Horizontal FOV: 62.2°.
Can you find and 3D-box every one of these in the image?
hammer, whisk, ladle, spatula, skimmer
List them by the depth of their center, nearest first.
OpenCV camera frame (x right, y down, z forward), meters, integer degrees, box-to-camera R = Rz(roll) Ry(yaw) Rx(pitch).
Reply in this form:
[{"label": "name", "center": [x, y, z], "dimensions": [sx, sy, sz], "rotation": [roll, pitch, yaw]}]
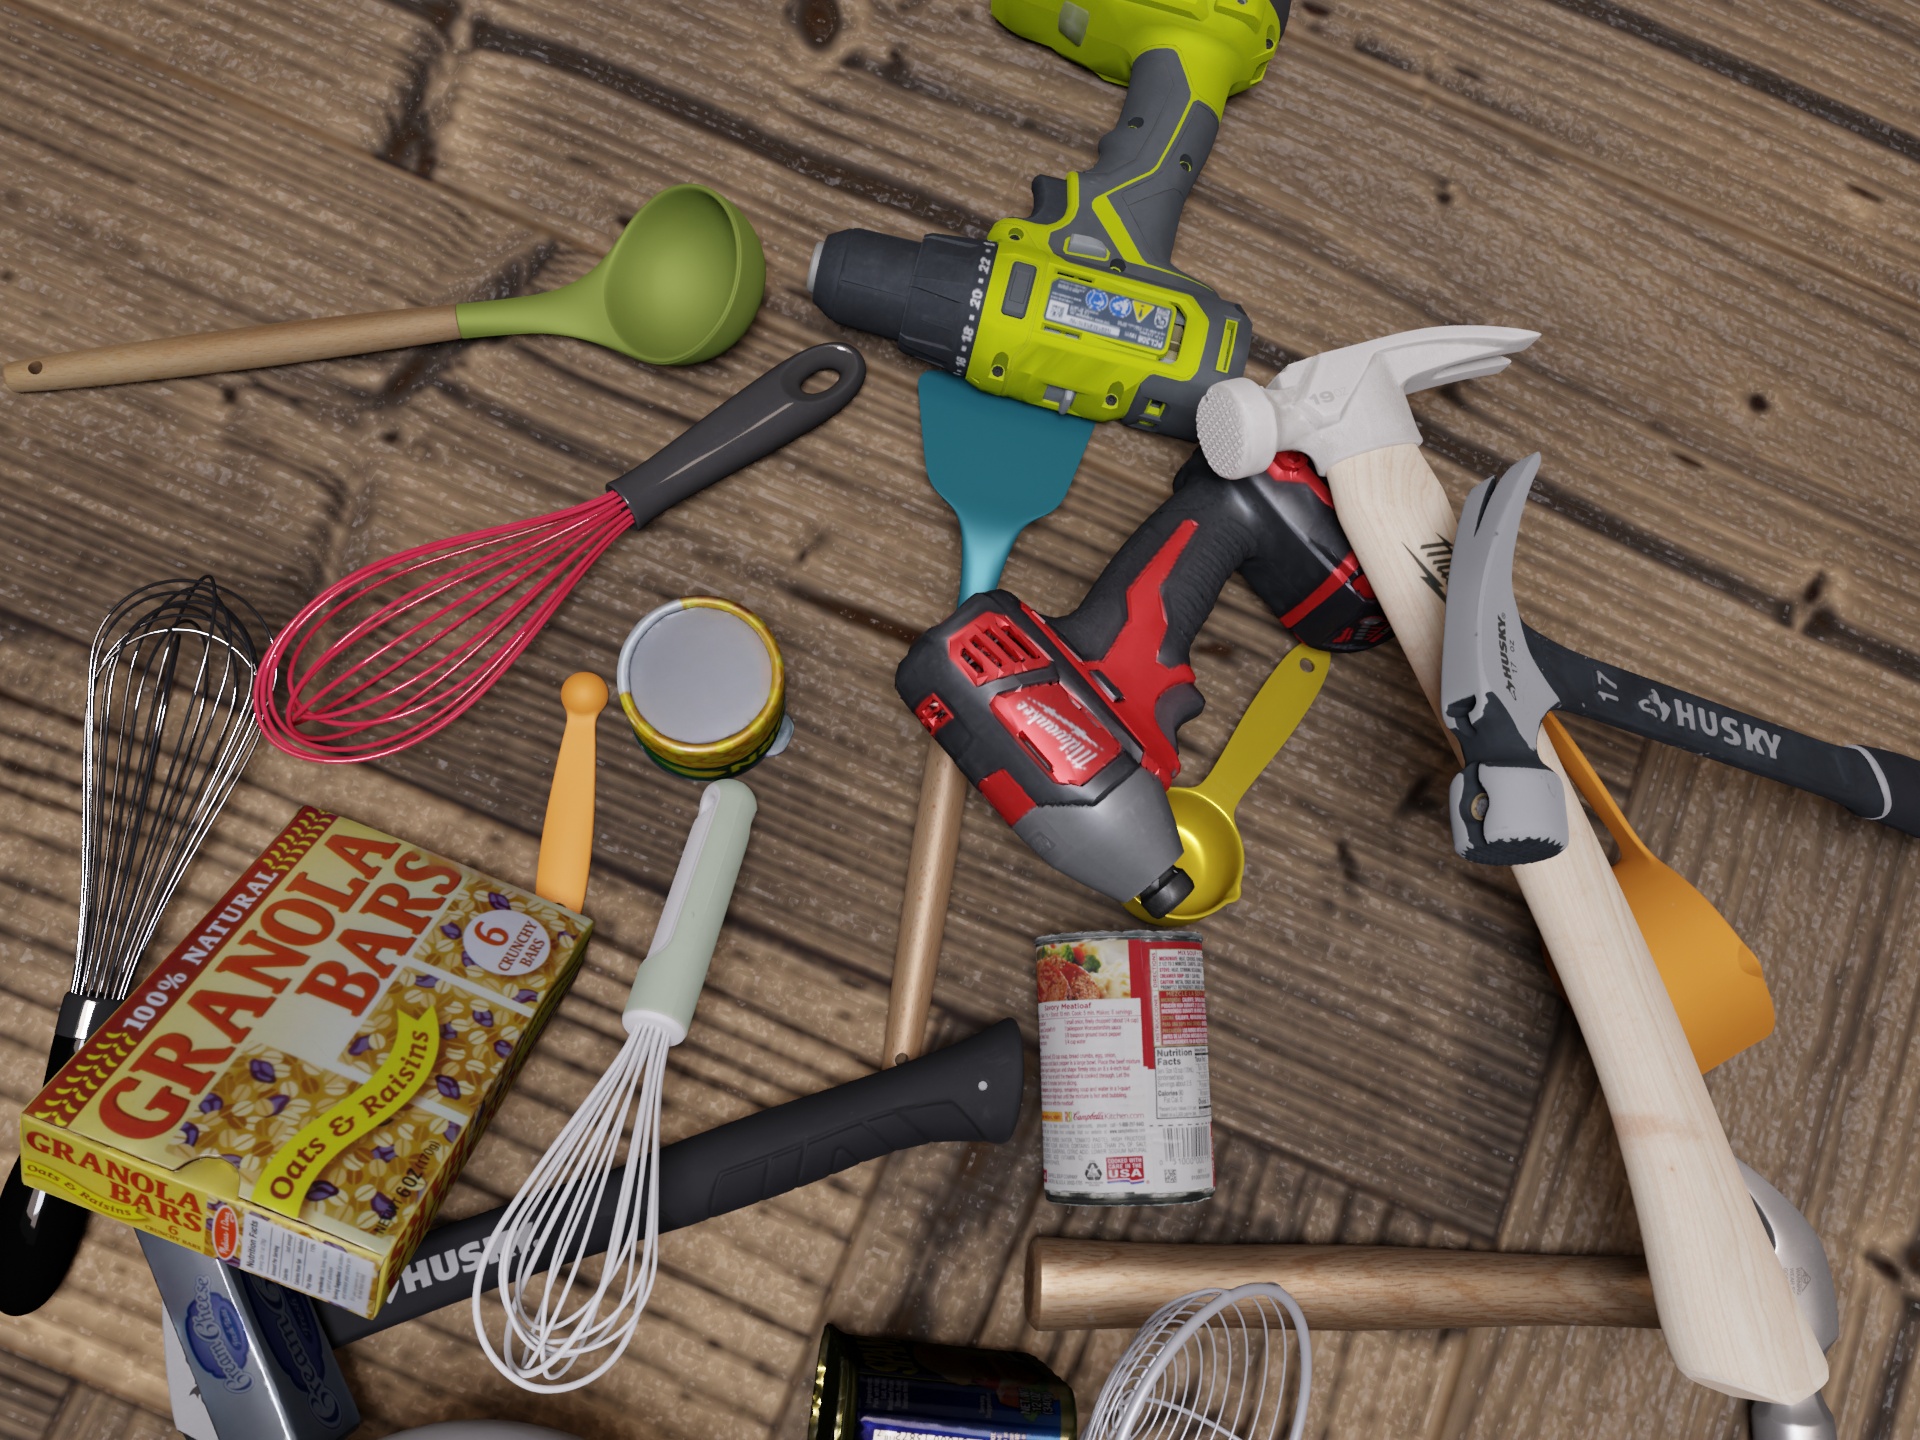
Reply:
[{"label": "skimmer", "center": [0.190, 0.344, 0.575], "dimensions": [0.363, 0.090, 0.127], "rotation": [38, 65, -2]}, {"label": "whisk", "center": [-0.116, 0.120, 0.585], "dimensions": [0.059, 0.058, 0.247], "rotation": [32, 47, -22]}, {"label": "hammer", "center": [0.228, 0.042, 0.598], "dimensions": [0.146, 0.038, 0.411], "rotation": [-17, 79, -18]}, {"label": "hammer", "center": [-0.133, 0.180, 0.606], "dimensions": [0.334, 0.035, 0.146], "rotation": [-18, 80, -7]}, {"label": "whisk", "center": [-0.323, 0.081, 0.607], "dimensions": [0.070, 0.070, 0.285], "rotation": [11, 81, -4]}, {"label": "hammer", "center": [0.340, 0.016, 0.625], "dimensions": [0.408, 0.036, 0.149], "rotation": [14, 65, -28]}, {"label": "hammer", "center": [0.191, 0.226, 0.642], "dimensions": [0.331, 0.031, 0.130], "rotation": [3, 78, -5]}, {"label": "whisk", "center": [-0.156, -0.078, 0.661], "dimensions": [0.296, 0.073, 0.073], "rotation": [-37, 84, -19]}, {"label": "ladle", "center": [-0.241, -0.171, 0.671], "dimensions": [0.320, 0.062, 0.078], "rotation": [-9, 78, -6]}, {"label": "spatula", "center": [-0.001, -0.002, 0.677], "dimensions": [0.082, 0.044, 0.317], "rotation": [10, 81, -5]}]

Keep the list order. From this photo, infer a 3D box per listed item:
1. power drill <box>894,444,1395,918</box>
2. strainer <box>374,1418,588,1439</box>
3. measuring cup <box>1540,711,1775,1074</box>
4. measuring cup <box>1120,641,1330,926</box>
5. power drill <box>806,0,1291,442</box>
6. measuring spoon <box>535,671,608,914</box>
[{"label": "power drill", "center": [0.095, -0.029, 0.646], "dimensions": [0.220, 0.078, 0.143], "rotation": [-38, 84, -22]}, {"label": "strainer", "center": [-0.199, 0.261, 0.470], "dimensions": [0.211, 0.340, 0.095], "rotation": [-33, 52, -8]}, {"label": "measuring cup", "center": [0.256, 0.069, 0.648], "dimensions": [0.052, 0.095, 0.173], "rotation": [-33, 91, -3]}, {"label": "measuring cup", "center": [0.116, 0.024, 0.687], "dimensions": [0.062, 0.029, 0.156], "rotation": [37, 65, 5]}, {"label": "power drill", "center": [0.047, -0.250, 0.710], "dimensions": [0.190, 0.080, 0.228], "rotation": [14, 79, -3]}, {"label": "measuring spoon", "center": [-0.161, 0.036, 0.655], "dimensions": [0.021, 0.011, 0.117], "rotation": [5, 77, -5]}]
